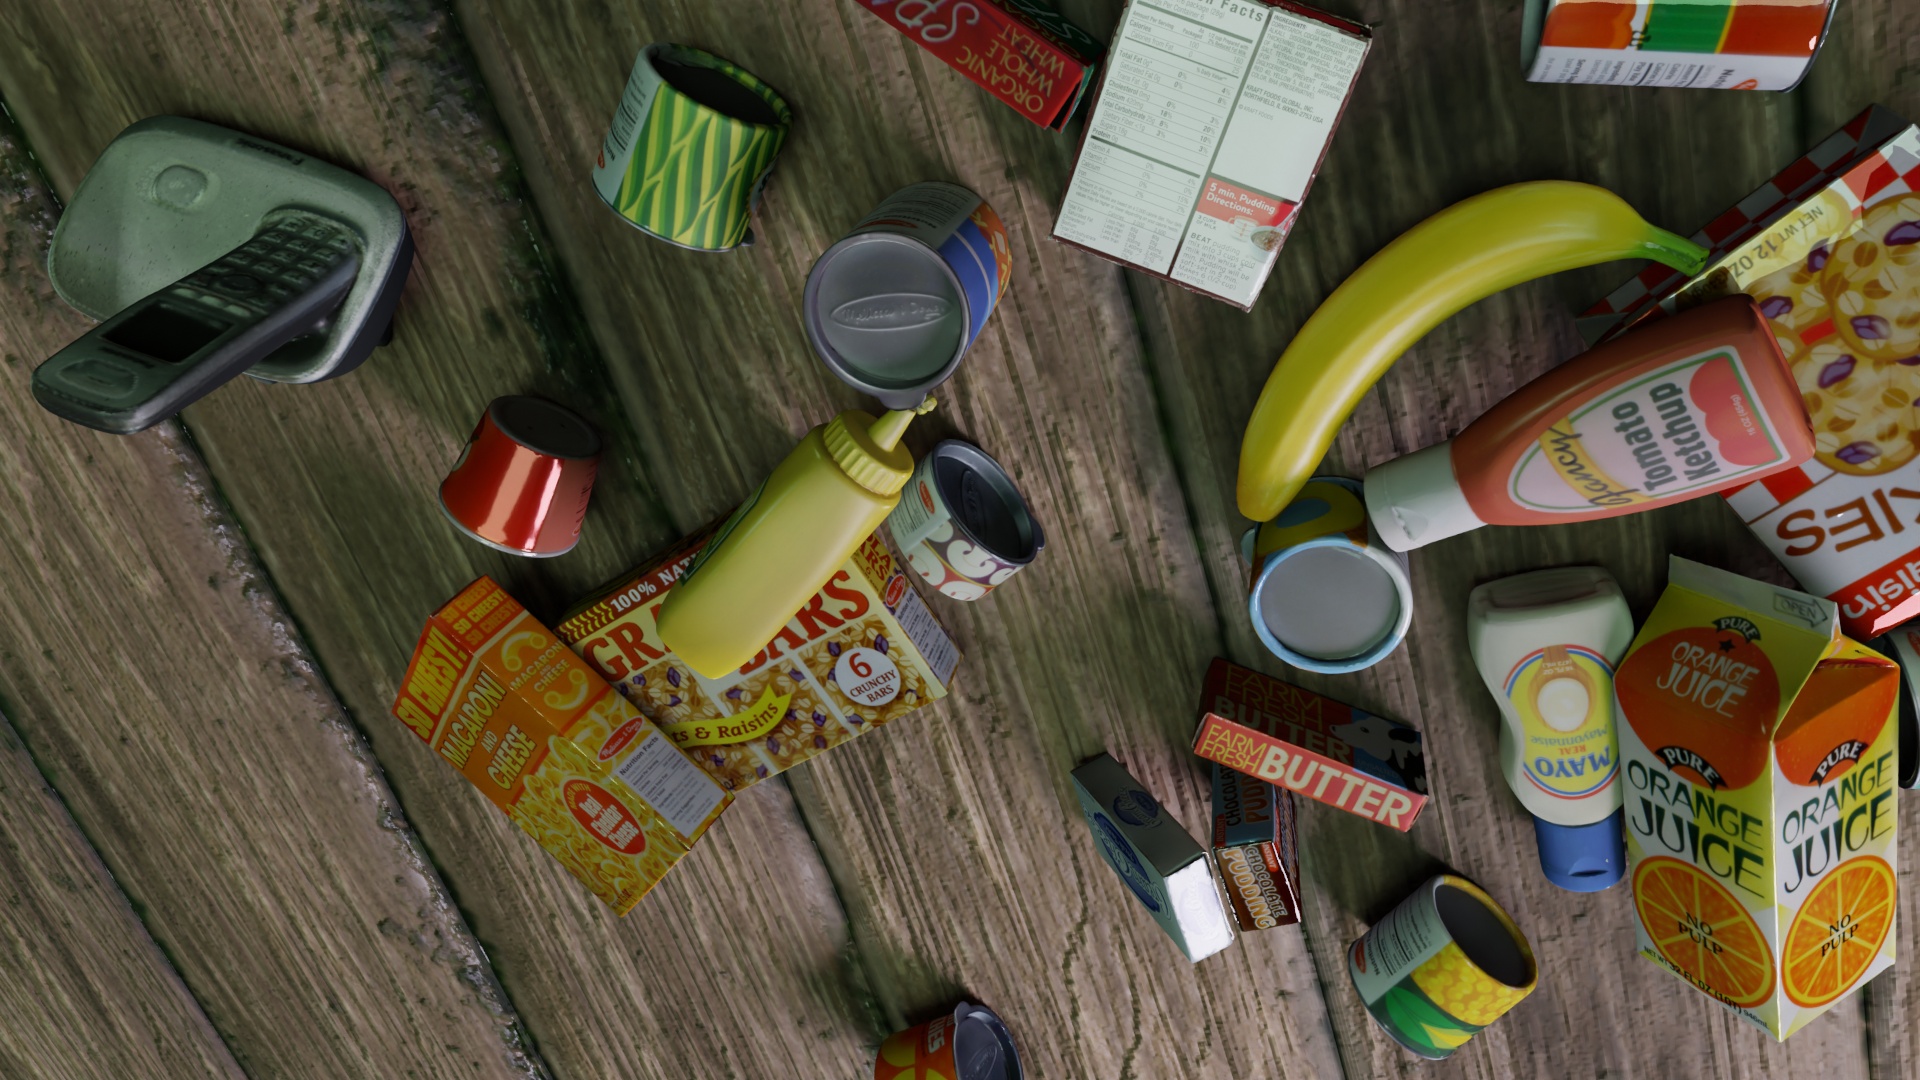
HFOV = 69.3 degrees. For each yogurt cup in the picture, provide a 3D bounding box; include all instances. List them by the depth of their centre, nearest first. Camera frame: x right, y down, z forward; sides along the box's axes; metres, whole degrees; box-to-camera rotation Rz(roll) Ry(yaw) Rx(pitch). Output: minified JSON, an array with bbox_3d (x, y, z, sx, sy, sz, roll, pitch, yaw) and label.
[{"bbox_3d":[-0.204,-0.032,0.656,0.072,0.073,0.053,29,112,-1],"label":"yogurt cup"}]

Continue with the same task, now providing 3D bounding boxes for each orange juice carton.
[{"bbox_3d":[0.324,0.098,0.567,0.073,0.072,0.192,-23,114,-17],"label":"orange juice carton"}]

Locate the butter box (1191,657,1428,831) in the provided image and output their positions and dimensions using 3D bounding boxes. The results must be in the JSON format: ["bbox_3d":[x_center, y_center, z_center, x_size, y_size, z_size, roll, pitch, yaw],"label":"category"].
[{"bbox_3d":[0.158,0.092,0.631,0.103,0.053,0.024,20,118,4],"label":"butter box"}]

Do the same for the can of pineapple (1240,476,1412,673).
[{"bbox_3d":[0.155,0.015,0.590,0.071,0.058,0.070,6,118,11],"label":"can of pineapple"}]

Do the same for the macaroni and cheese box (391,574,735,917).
[{"bbox_3d":[-0.207,0.109,0.712,0.166,0.040,0.123,43,138,-1],"label":"macaroni and cheese box"}]

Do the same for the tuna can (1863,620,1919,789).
[{"bbox_3d":[0.387,0.066,0.554,0.033,0.071,0.070,-9,114,17],"label":"tuna can"}]

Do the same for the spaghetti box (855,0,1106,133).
[{"bbox_3d":[-0.056,-0.237,0.519,0.250,0.050,0.028,33,121,-4],"label":"spaghetti box"}]

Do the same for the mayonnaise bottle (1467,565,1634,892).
[{"bbox_3d":[0.264,0.085,0.607,0.065,0.041,0.147,-11,113,16],"label":"mayonnaise bottle"}]

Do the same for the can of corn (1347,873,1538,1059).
[{"bbox_3d":[0.232,0.203,0.663,0.071,0.071,0.058,34,119,-4],"label":"can of corn"}]

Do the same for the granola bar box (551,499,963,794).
[{"bbox_3d":[-0.100,0.050,0.684,0.165,0.039,0.124,-28,106,25],"label":"granola bar box"}]

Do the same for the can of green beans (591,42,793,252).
[{"bbox_3d":[-0.108,-0.159,0.563,0.071,0.071,0.057,31,120,-2],"label":"can of green beans"}]

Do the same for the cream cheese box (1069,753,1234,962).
[{"bbox_3d":[0.089,0.147,0.653,0.024,0.104,0.053,-25,114,-11],"label":"cream cheese box"}]

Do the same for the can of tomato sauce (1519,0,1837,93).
[{"bbox_3d":[0.236,-0.187,0.462,0.083,0.071,0.070,6,118,12],"label":"can of tomato sauce"}]

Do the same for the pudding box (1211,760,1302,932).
[{"bbox_3d":[0.136,0.133,0.641,0.030,0.084,0.049,-16,111,18],"label":"pudding box"}]

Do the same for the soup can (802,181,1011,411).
[{"bbox_3d":[-0.019,-0.100,0.560,0.071,0.084,0.071,6,118,12],"label":"soup can"}]

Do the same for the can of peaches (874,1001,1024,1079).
[{"bbox_3d":[-0.007,0.298,0.773,0.058,0.071,0.071,-28,107,26],"label":"can of peaches"}]

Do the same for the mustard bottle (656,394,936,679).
[{"bbox_3d":[-0.065,-0.009,0.588,0.049,0.065,0.159,40,113,-11],"label":"mustard bottle"}]

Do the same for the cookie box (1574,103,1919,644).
[{"bbox_3d":[0.337,-0.055,0.517,0.167,0.040,0.122,45,118,-10],"label":"cookie box"}]

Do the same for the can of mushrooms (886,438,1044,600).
[{"bbox_3d":[0.002,-0.008,0.614,0.033,0.071,0.071,-38,102,28],"label":"can of mushrooms"}]

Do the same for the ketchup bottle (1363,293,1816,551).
[{"bbox_3d":[0.226,-0.035,0.516,0.148,0.044,0.064,-22,112,36],"label":"ketchup bottle"}]
